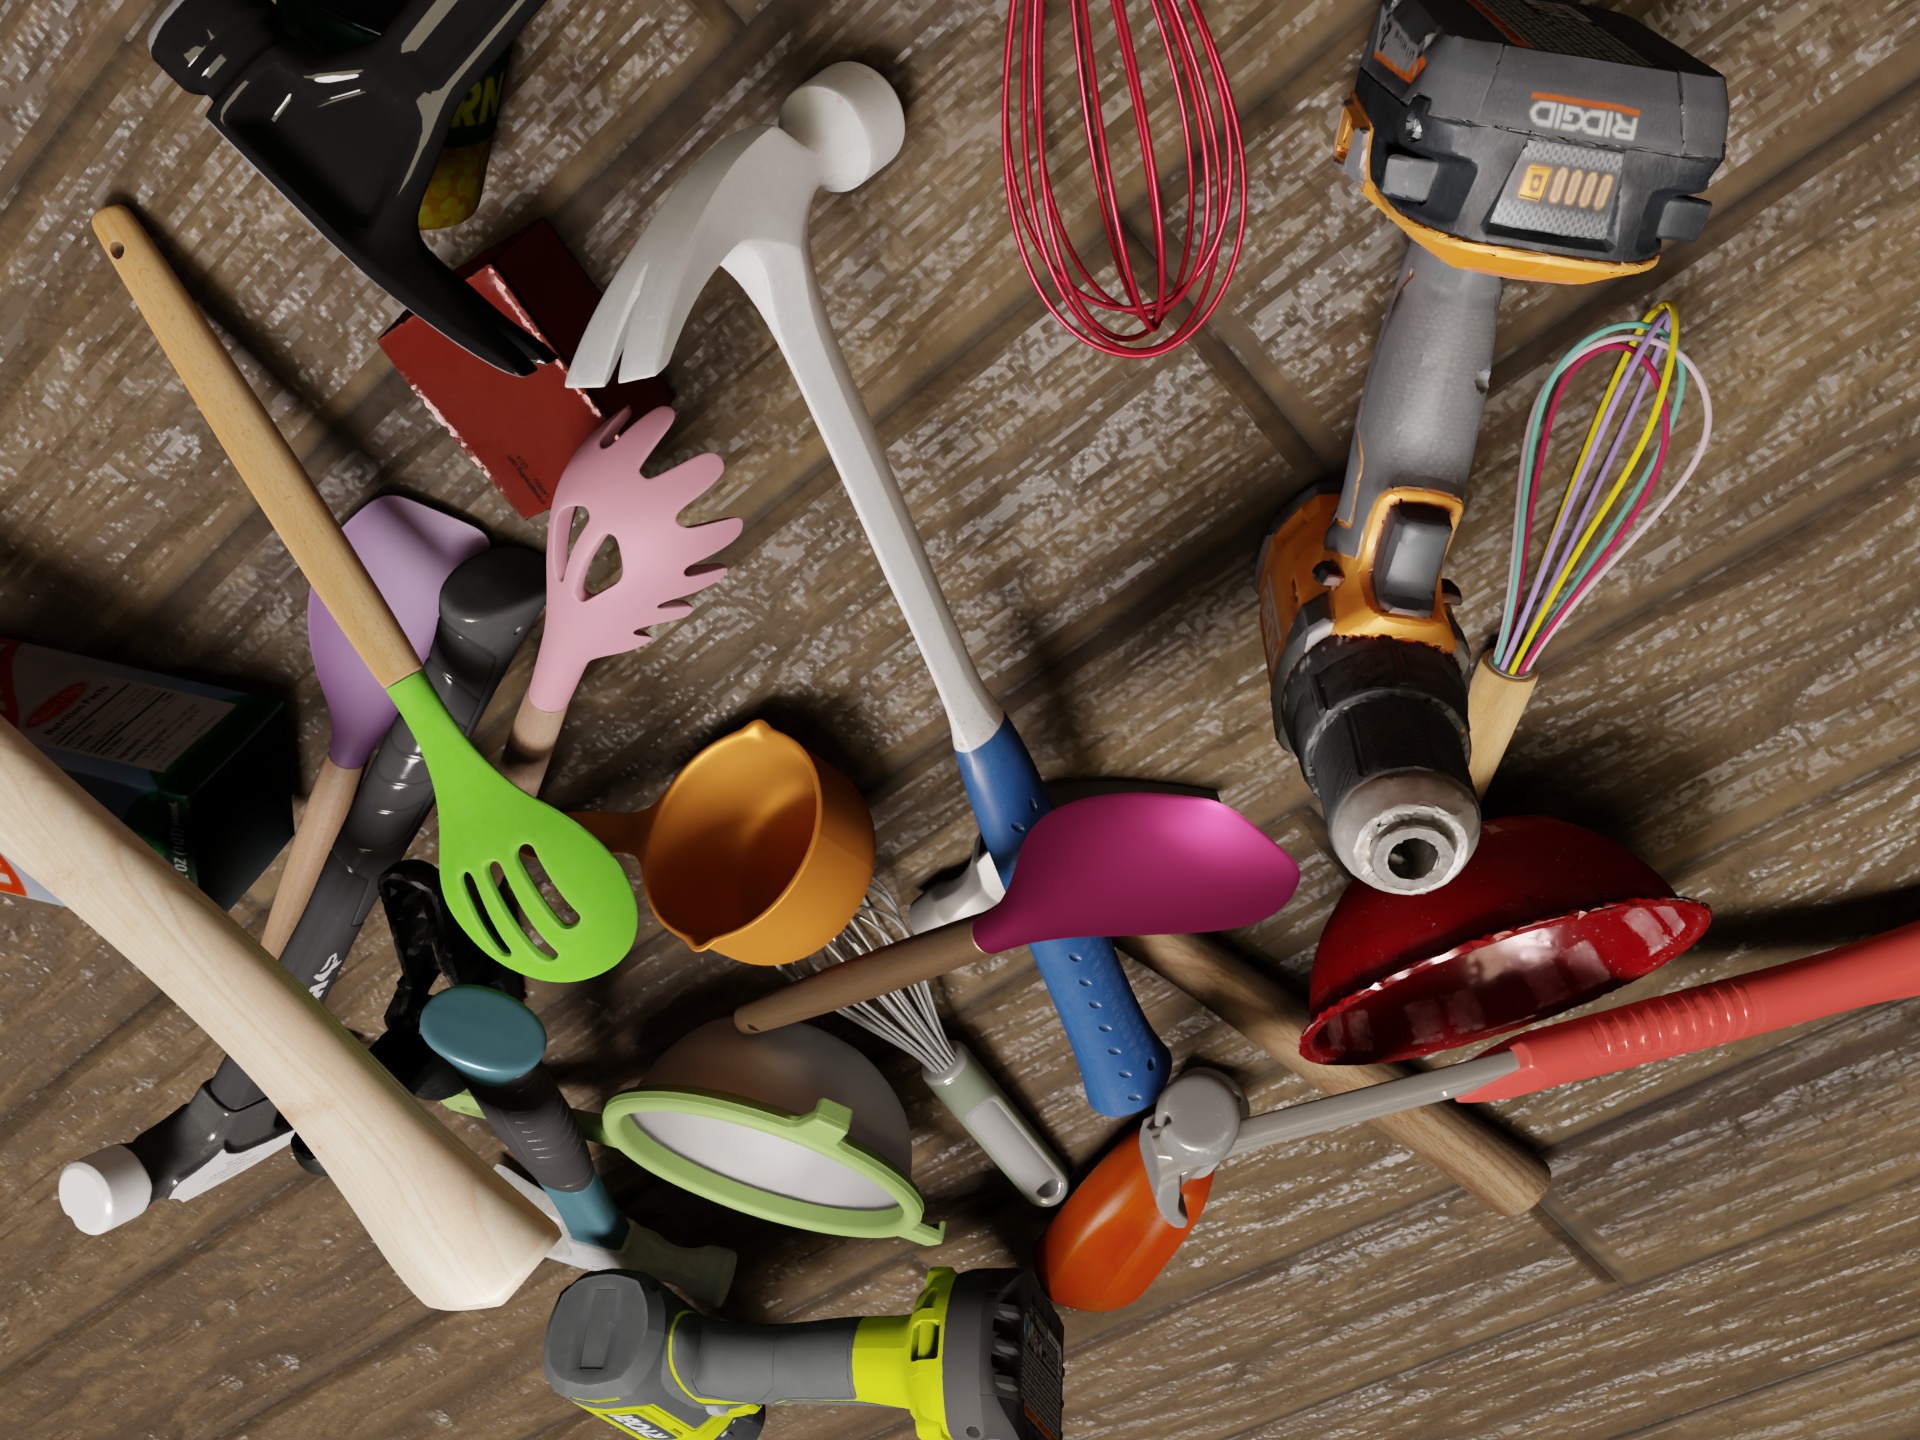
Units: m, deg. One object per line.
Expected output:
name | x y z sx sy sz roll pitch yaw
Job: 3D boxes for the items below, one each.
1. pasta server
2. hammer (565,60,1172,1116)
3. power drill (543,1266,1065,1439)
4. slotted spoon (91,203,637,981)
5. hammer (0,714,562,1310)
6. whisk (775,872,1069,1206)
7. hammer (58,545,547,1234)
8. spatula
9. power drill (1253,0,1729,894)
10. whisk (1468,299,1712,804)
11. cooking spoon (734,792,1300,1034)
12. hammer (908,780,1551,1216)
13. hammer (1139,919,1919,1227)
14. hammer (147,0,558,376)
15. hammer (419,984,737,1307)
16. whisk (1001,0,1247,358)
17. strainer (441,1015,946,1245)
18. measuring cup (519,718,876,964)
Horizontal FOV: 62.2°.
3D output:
pasta server | -0.153 0.001 0.593 0.060 0.040 0.316 45 141 6
hammer | -0.001 -0.002 0.553 0.035 0.144 0.405 3 131 35
power drill | -0.068 0.328 0.789 0.228 0.080 0.190 -5 143 14
slotted spoon | -0.212 -0.036 0.561 0.070 0.031 0.313 -26 100 18
hammer | -0.296 0.049 0.565 0.410 0.038 0.146 42 93 1
whisk | -0.011 0.152 0.725 0.058 0.059 0.246 -37 123 -3
hammer | -0.249 0.069 0.657 0.035 0.146 0.334 40 112 14
spatula | -0.270 0.033 0.677 0.059 0.018 0.315 22 124 -15
power drill | 0.138 -0.078 0.461 0.084 0.185 0.226 9 123 0
whisk | 0.203 -0.035 0.568 0.051 0.047 0.244 -7 133 -18
cooking spoon | -0.004 0.081 0.567 0.068 0.017 0.319 38 145 -18
hammer | 0.145 0.133 0.705 0.331 0.031 0.130 35 122 -19
hammer | 0.250 0.137 0.650 0.359 0.037 0.149 -14 152 -1
hammer | -0.051 -0.239 0.388 0.337 0.034 0.127 -41 103 17
hammer | -0.178 0.197 0.710 0.128 0.033 0.330 13 148 6
whisk | 0.030 -0.242 0.430 0.073 0.073 0.295 -8 118 11
strainer | -0.130 0.174 0.749 0.256 0.069 0.151 5 146 23
measuring cup | -0.110 0.055 0.655 0.174 0.095 0.052 -4 154 36
